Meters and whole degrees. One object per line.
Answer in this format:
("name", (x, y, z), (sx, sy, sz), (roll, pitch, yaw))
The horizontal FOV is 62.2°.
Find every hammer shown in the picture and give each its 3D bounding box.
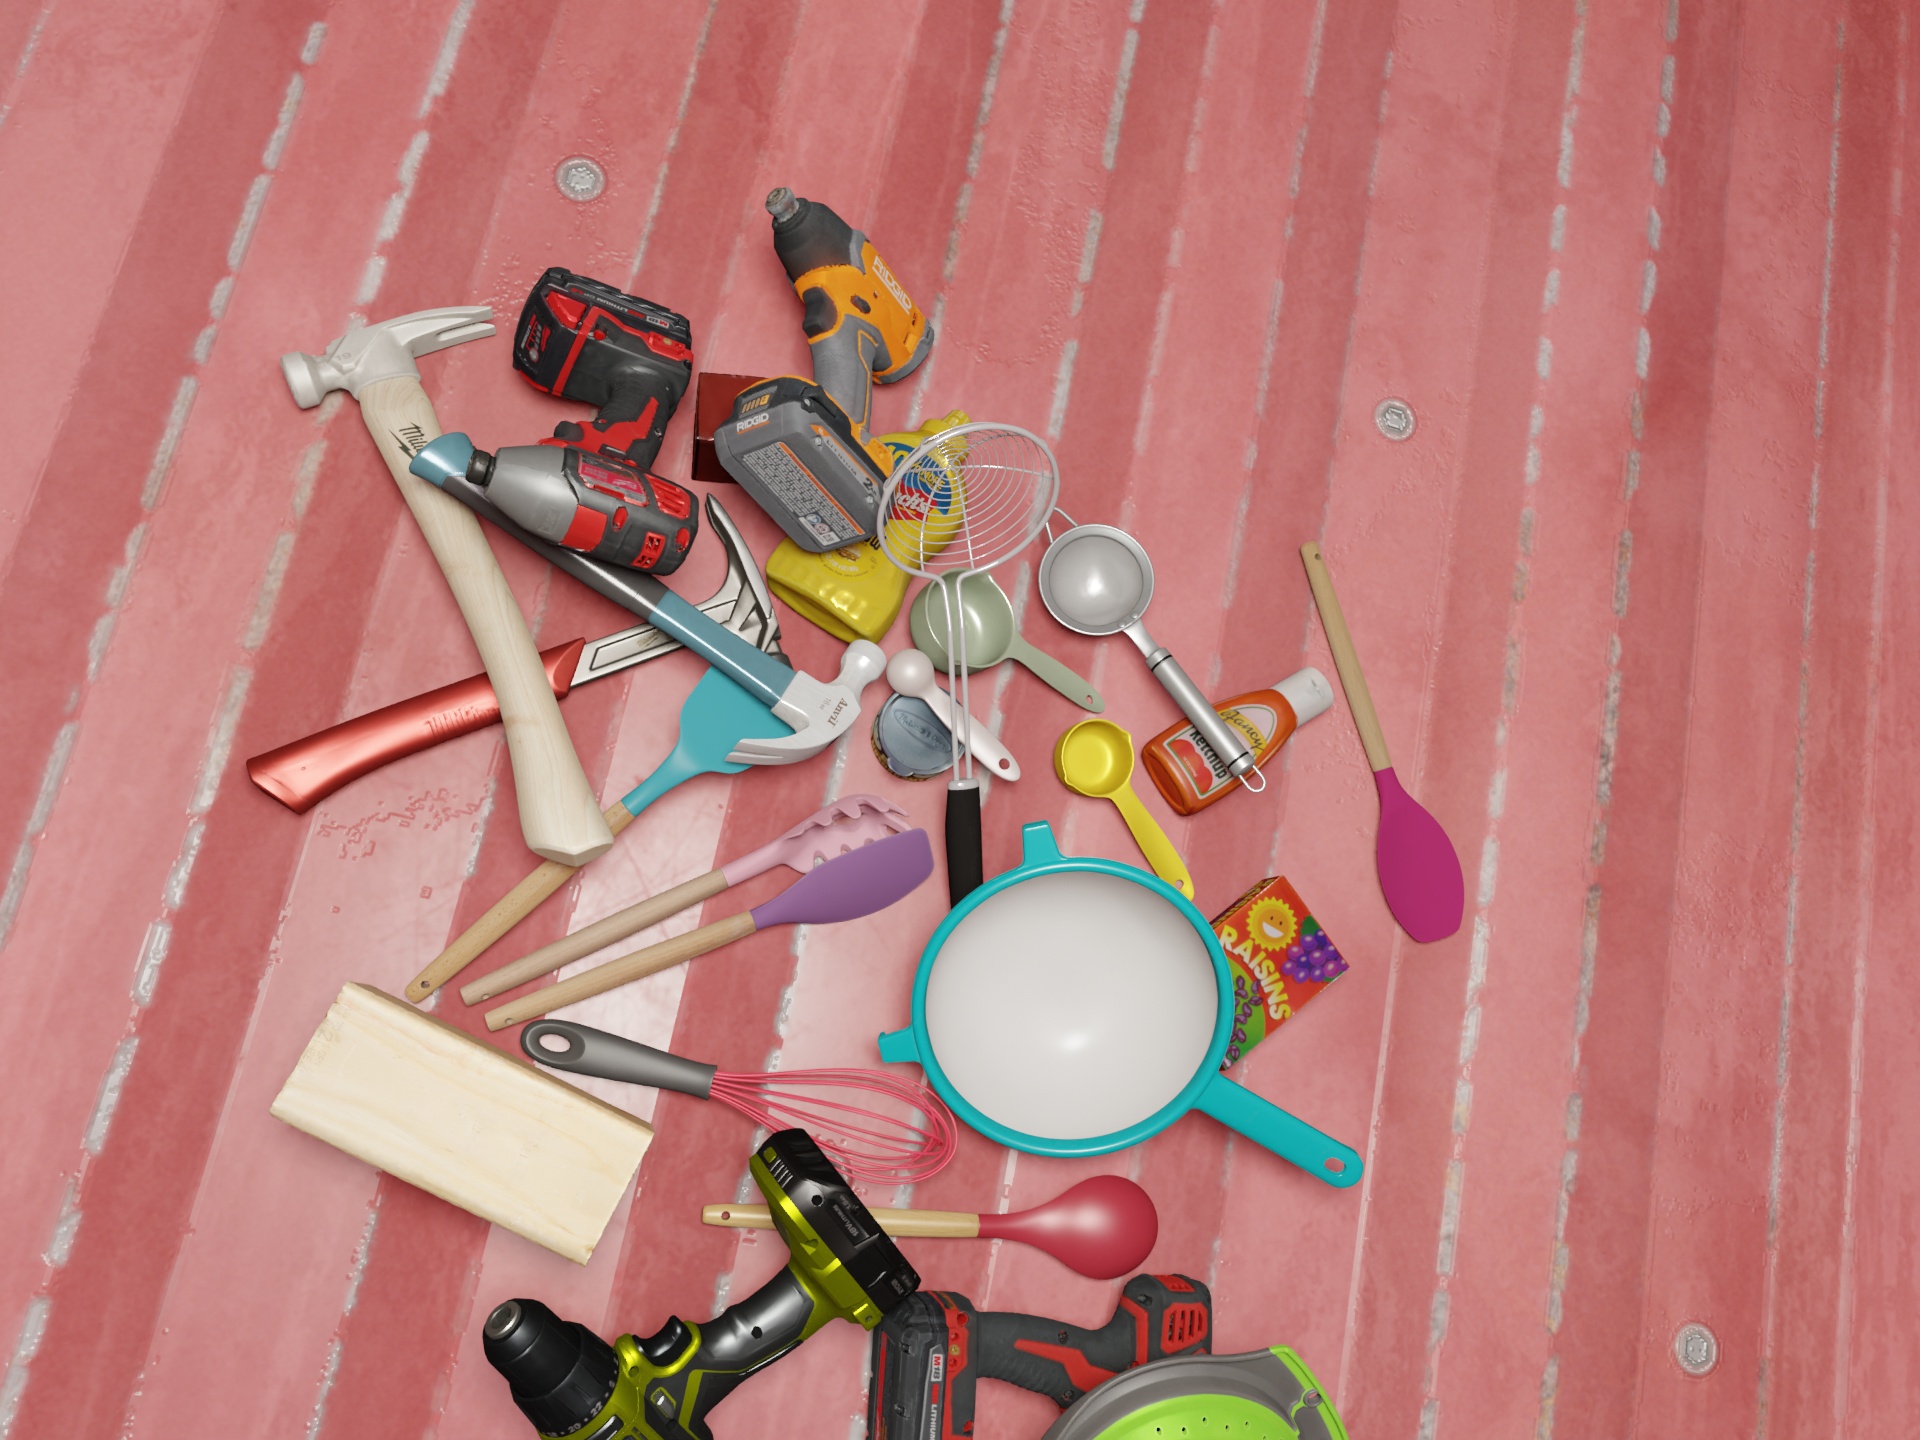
("hammer", (-0.212, -0.085, 1.057), (0.331, 0.033, 0.128), (34, 55, -8))
("hammer", (-0.314, -0.096, 1.060), (0.146, 0.038, 0.411), (-22, 74, -17))
("hammer", (-0.301, -0.032, 1.081), (0.359, 0.036, 0.149), (-22, 83, -17))

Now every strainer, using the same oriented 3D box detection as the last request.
("strainer", (0.126, 0.212, 1.084), (0.340, 0.095, 0.211), (32, 101, -10))
("strainer", (0.139, -0.049, 1.161), (0.087, 0.050, 0.258), (-34, 74, -9))

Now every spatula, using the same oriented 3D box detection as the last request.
("spatula", (-0.164, 0.146, 1.073), (0.316, 0.018, 0.059), (-20, 125, -13))
("spatula", (-0.241, 0.076, 1.061), (0.317, 0.044, 0.082), (-41, 100, -7))

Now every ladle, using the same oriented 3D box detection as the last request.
("ladle", (-0.014, 0.337, 1.068), (0.315, 0.031, 0.069), (5, 78, -10))

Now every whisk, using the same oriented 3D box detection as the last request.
("whisk", (-0.144, 0.244, 1.045), (0.296, 0.073, 0.073), (15, 75, -3))

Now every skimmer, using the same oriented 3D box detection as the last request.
("skimmer", (0.010, -0.013, 1.063), (0.127, 0.090, 0.363), (-6, 98, -23))

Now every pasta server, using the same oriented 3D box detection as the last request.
("pasta server", (-0.182, 0.123, 1.072), (0.316, 0.060, 0.040), (-24, 49, -14))

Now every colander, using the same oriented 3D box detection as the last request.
("colander", (0.071, 0.541, 0.957), (0.397, 0.095, 0.204), (-33, 112, -2))

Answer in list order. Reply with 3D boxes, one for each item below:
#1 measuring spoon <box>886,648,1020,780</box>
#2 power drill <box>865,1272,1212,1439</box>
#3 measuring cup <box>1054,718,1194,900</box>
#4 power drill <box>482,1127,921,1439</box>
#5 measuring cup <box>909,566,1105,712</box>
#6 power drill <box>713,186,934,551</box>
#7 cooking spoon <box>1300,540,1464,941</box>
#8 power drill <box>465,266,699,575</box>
("measuring spoon", (-0.002, -0.004, 1.115), (0.124, 0.018, 0.034), (45, 71, -1))
("power drill", (0.058, 0.458, 1.032), (0.226, 0.080, 0.188), (6, 83, -16))
("measuring cup", (0.122, 0.068, 1.165), (0.062, 0.029, 0.156), (-36, 99, -18))
("power drill", (-0.155, 0.359, 0.961), (0.228, 0.080, 0.190), (-38, 121, -13))
("measuring cup", (0.034, -0.046, 1.164), (0.167, 0.038, 0.083), (33, 59, -22))
("power drill", (-0.096, -0.248, 1.090), (0.164, 0.084, 0.227), (46, 42, -41))
("cooking spoon", (0.316, 0.013, 1.220), (0.068, 0.017, 0.319), (-14, 81, -16))
("power drill", (-0.245, -0.195, 1.047), (0.143, 0.078, 0.220), (16, 43, -25))
